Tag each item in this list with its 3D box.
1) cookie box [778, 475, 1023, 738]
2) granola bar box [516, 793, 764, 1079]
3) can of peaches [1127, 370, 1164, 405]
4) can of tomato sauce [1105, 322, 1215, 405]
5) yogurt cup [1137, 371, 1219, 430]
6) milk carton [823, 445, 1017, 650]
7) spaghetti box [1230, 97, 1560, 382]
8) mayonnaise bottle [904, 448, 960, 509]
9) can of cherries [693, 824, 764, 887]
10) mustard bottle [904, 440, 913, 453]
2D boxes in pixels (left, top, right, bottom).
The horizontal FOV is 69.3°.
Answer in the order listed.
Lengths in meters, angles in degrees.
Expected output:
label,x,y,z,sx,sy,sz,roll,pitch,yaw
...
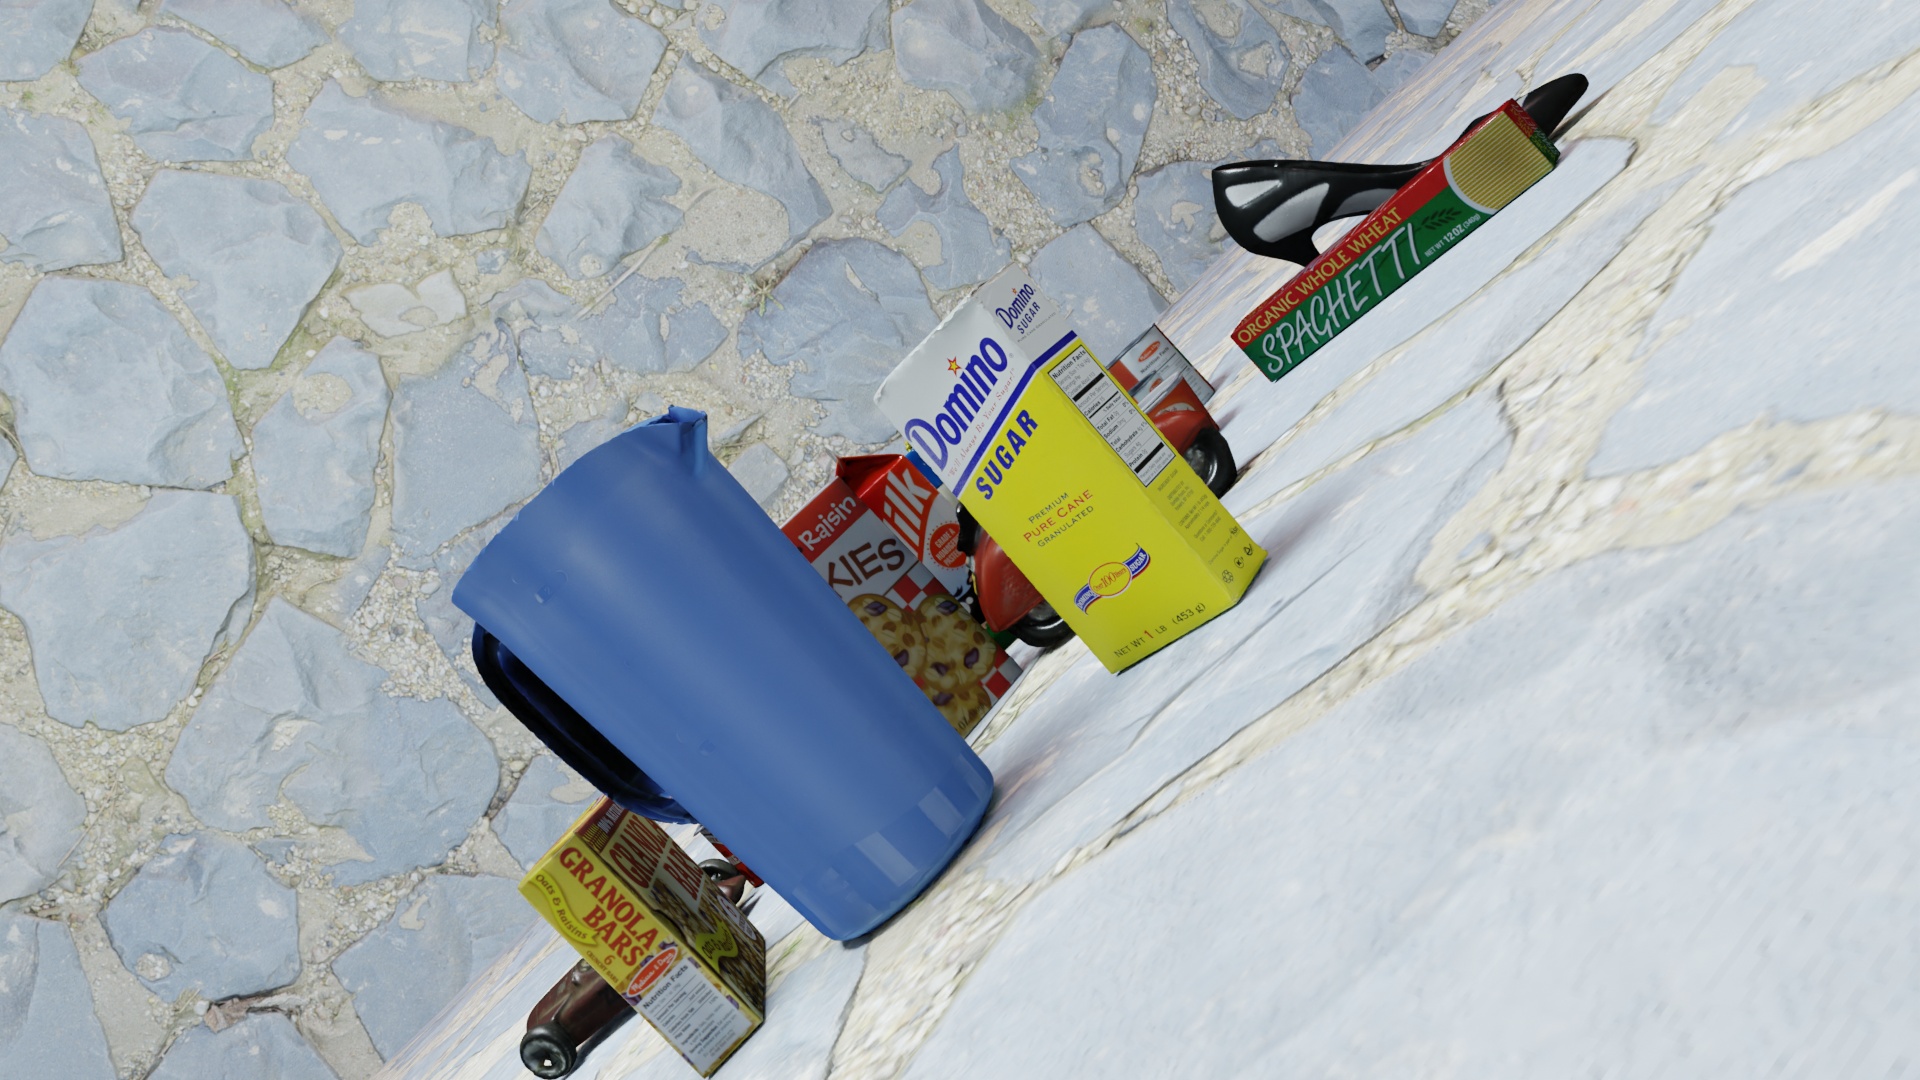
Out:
label,x,y,z,sx,sy,sz,roll,pitch,yaw
cookie box,-0.062,0.062,0.829,0.123,0.167,0.040,-46,4,-31
granola bar box,-0.154,0.190,0.705,0.039,0.124,0.165,-44,4,-7
can of peaches,0.157,-0.099,1.167,0.071,0.058,0.071,-43,3,3
can of tomato sauce,0.178,-0.144,1.255,0.071,0.083,0.071,-43,3,3
yogurt cup,0.157,-0.085,1.045,0.072,0.054,0.072,-43,4,3
milk carton,-0.031,0.003,0.996,0.073,0.190,0.072,-44,3,-4
spaghetti box,0.285,-0.195,0.943,0.249,0.050,0.029,-40,5,43
mayonnaise bottle,0.004,-0.014,1.140,0.041,0.148,0.065,-41,4,34
can of cherries,-0.143,0.201,0.972,0.071,0.058,0.071,-43,3,3
mustard bottle,-0.002,-0.035,1.347,0.065,0.160,0.049,-43,3,2
